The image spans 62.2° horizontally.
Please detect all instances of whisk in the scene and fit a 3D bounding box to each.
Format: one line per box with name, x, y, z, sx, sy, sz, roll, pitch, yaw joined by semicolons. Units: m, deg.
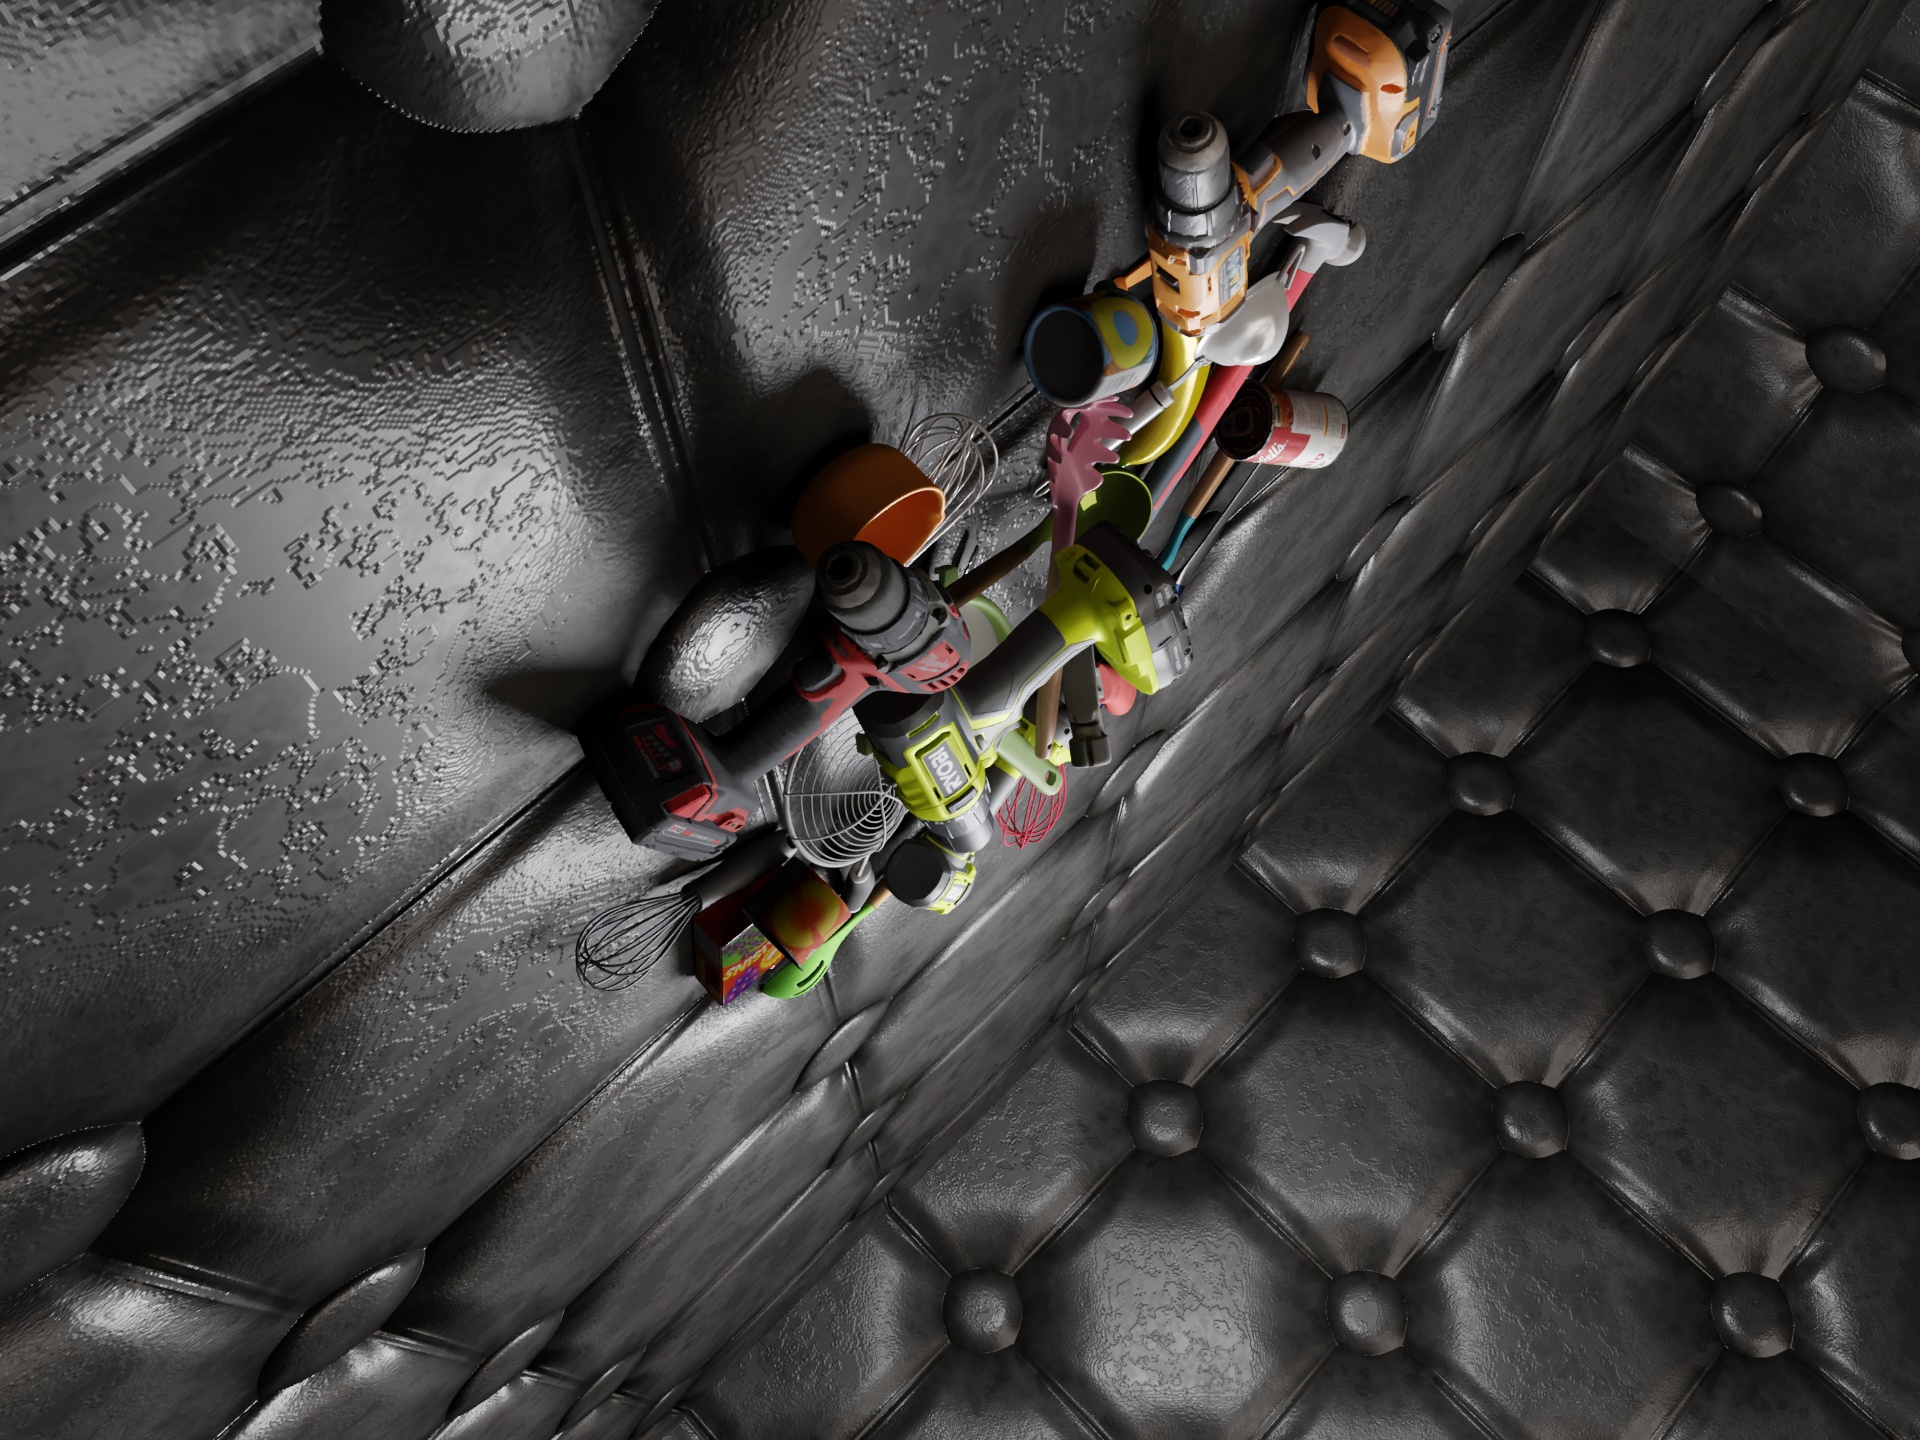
whisk;-0.196;0.134;1.176;0.239;0.055;0.055;-31;156;-50
whisk;-0.042;-0.103;1.041;0.246;0.059;0.058;-59;-173;42
whisk;0.086;0.019;1.567;0.073;0.073;0.295;-32;149;-40

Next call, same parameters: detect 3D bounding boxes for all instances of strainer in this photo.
strainer;0.152;-0.236;1.135;0.258;0.050;0.087;-36;169;22
strainer;-0.002;-0.004;1.212;0.256;0.069;0.151;40;70;-52

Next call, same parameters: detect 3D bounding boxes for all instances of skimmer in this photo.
skimmer;-0.102;0.094;1.328;0.127;0.090;0.363;-56;176;-21

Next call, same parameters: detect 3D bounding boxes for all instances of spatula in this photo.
spatula;0.208;-0.212;1.419;0.317;0.044;0.082;-57;160;14

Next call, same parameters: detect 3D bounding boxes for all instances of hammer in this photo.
hammer;0.215;-0.145;1.546;0.405;0.035;0.144;-55;161;21
hammer;0.183;-0.237;1.284;0.143;0.038;0.386;-17;145;-55
hammer;0.121;-0.042;1.383;0.037;0.149;0.359;-7;180;10

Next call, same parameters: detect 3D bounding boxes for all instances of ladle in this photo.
ladle;0.040;-0.108;1.138;0.320;0.062;0.078;-38;144;-46

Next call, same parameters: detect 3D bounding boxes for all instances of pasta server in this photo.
pasta server;0.075;-0.093;1.137;0.060;0.040;0.316;-23;135;-29

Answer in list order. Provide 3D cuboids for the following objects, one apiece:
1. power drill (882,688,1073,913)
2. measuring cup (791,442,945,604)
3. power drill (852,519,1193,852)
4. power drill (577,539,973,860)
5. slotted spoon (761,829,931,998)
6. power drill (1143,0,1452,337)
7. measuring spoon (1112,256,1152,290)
power drill;0.024;0.074;1.450;0.223;0.080;0.171;-55;166;0
measuring cup;-0.073;-0.098;0.974;0.095;0.052;0.173;-30;162;-38
power drill;0.046;-0.014;1.101;0.228;0.080;0.190;-37;143;-8
power drill;-0.106;-0.017;0.924;0.226;0.080;0.187;-33;163;6
slotted spoon;-0.070;0.159;1.541;0.314;0.031;0.070;-45;161;-12
power drill;0.202;-0.366;0.993;0.226;0.084;0.185;-45;160;-4
measuring spoon;0.138;-0.309;1.073;0.117;0.011;0.021;-38;159;-27
